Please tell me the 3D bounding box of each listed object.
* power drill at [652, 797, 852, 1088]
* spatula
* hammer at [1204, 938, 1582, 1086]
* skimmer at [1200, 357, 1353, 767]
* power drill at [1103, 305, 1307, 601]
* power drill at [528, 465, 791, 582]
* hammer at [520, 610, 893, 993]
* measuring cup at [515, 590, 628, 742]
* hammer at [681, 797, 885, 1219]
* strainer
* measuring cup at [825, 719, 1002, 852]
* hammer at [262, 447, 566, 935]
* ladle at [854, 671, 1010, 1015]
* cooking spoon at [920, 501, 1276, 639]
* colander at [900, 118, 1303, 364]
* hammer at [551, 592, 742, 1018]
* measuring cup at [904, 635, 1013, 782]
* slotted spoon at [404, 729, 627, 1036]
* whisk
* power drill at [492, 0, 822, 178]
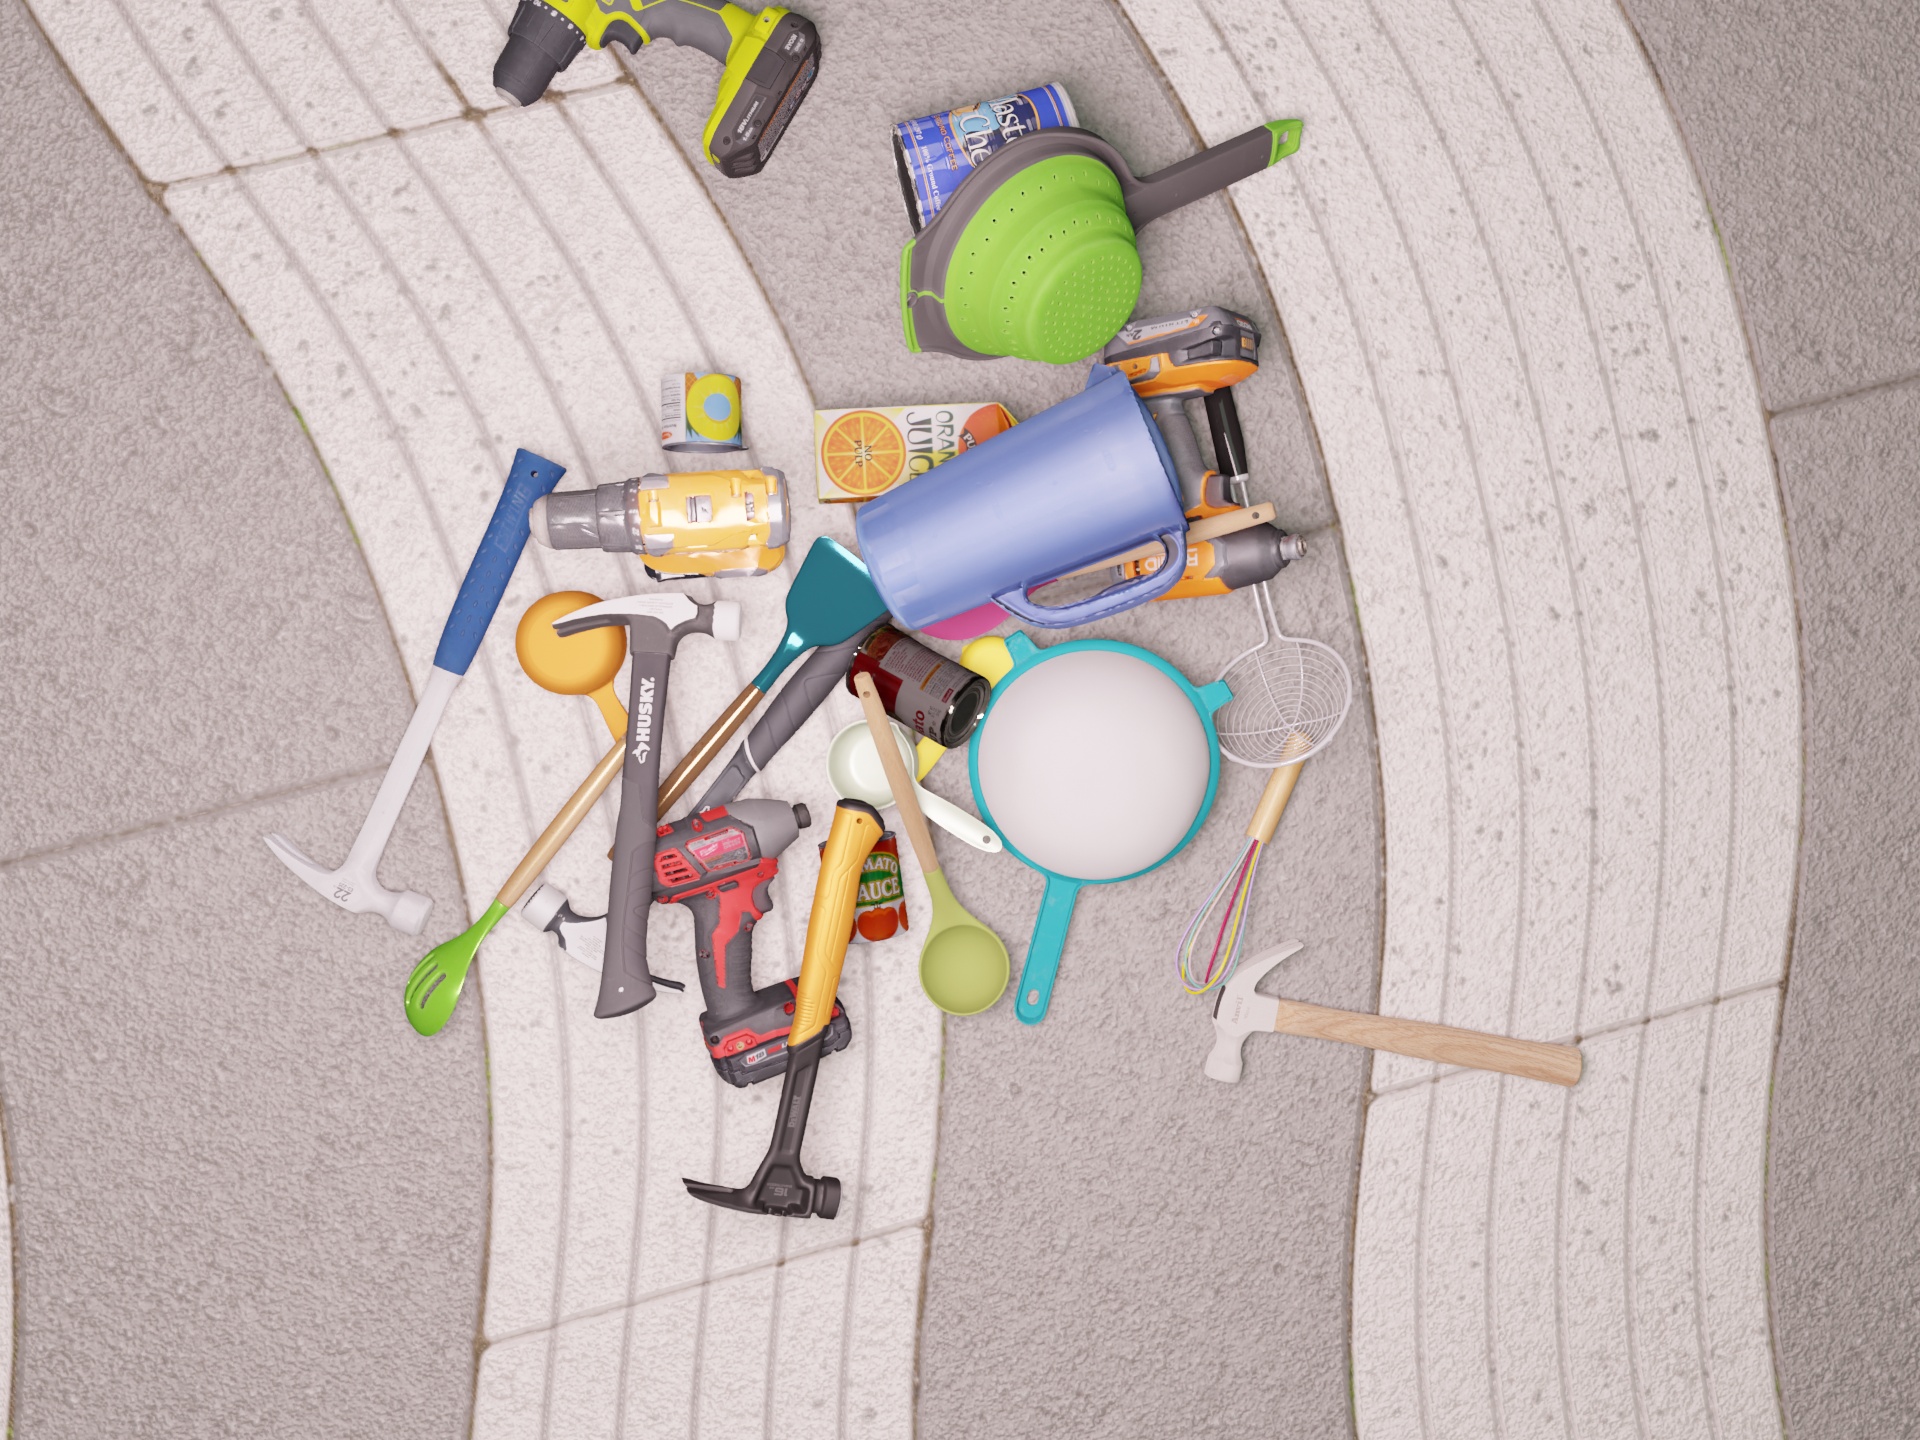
[{"bbox_3d":[-0.168,0.173,1.299,0.143,0.079,0.219,-19,103,-15],"label":"power drill"},{"bbox_3d":[-0.183,-0.007,1.294,0.082,0.044,0.317,40,89,-11],"label":"spatula"},{"bbox_3d":[0.385,0.274,1.395,0.331,0.031,0.130,11,92,-5],"label":"hammer"},{"bbox_3d":[0.238,-0.143,1.332,0.127,0.090,0.363,-12,92,25],"label":"skimmer"},{"bbox_3d":[0.199,-0.214,1.297,0.164,0.084,0.226,-3,92,35],"label":"power drill"},{"bbox_3d":[-0.222,-0.152,1.225,0.185,0.226,0.084,-5,93,-4],"label":"power drill"},{"bbox_3d":[-0.183,0.048,1.336,0.149,0.036,0.409,39,89,-7],"label":"hammer"},{"bbox_3d":[-0.302,-0.027,1.312,0.095,0.052,0.173,-29,93,-3],"label":"measuring cup"},{"bbox_3d":[-0.124,0.226,1.262,0.127,0.034,0.337,12,91,-19],"label":"hammer"},{"bbox_3d":[0.094,0.105,1.309,0.211,0.095,0.340,14,101,2],"label":"strainer"},{"bbox_3d":[-0.034,0.060,1.330,0.167,0.038,0.083,32,98,8],"label":"measuring cup"},{"bbox_3d":[-0.432,-0.034,1.310,0.144,0.035,0.405,24,91,-6],"label":"hammer"},{"bbox_3d":[-0.031,0.105,1.287,0.078,0.062,0.320,-16,118,4],"label":"ladle"},{"bbox_3d":[0.101,-0.127,1.293,0.319,0.017,0.069,-14,92,24],"label":"cooking spoon"},{"bbox_3d":[0.142,-0.385,1.270,0.397,0.204,0.095,-29,58,-18],"label":"colander"},{"bbox_3d":[-0.255,0.062,1.232,0.146,0.035,0.335,3,75,-3],"label":"hammer"},{"bbox_3d":[-0.002,-0.004,1.349,0.062,0.029,0.156,37,88,-5],"label":"measuring cup"},{"bbox_3d":[-0.362,0.128,1.310,0.314,0.070,0.031,-52,136,0],"label":"slotted spoon"},{"bbox_3d":[0.250,0.124,1.370,0.051,0.047,0.245,24,87,2],"label":"whisk"},{"bbox_3d":[-0.246,-0.540,1.281,0.228,0.080,0.190,30,90,-3],"label":"power drill"}]
